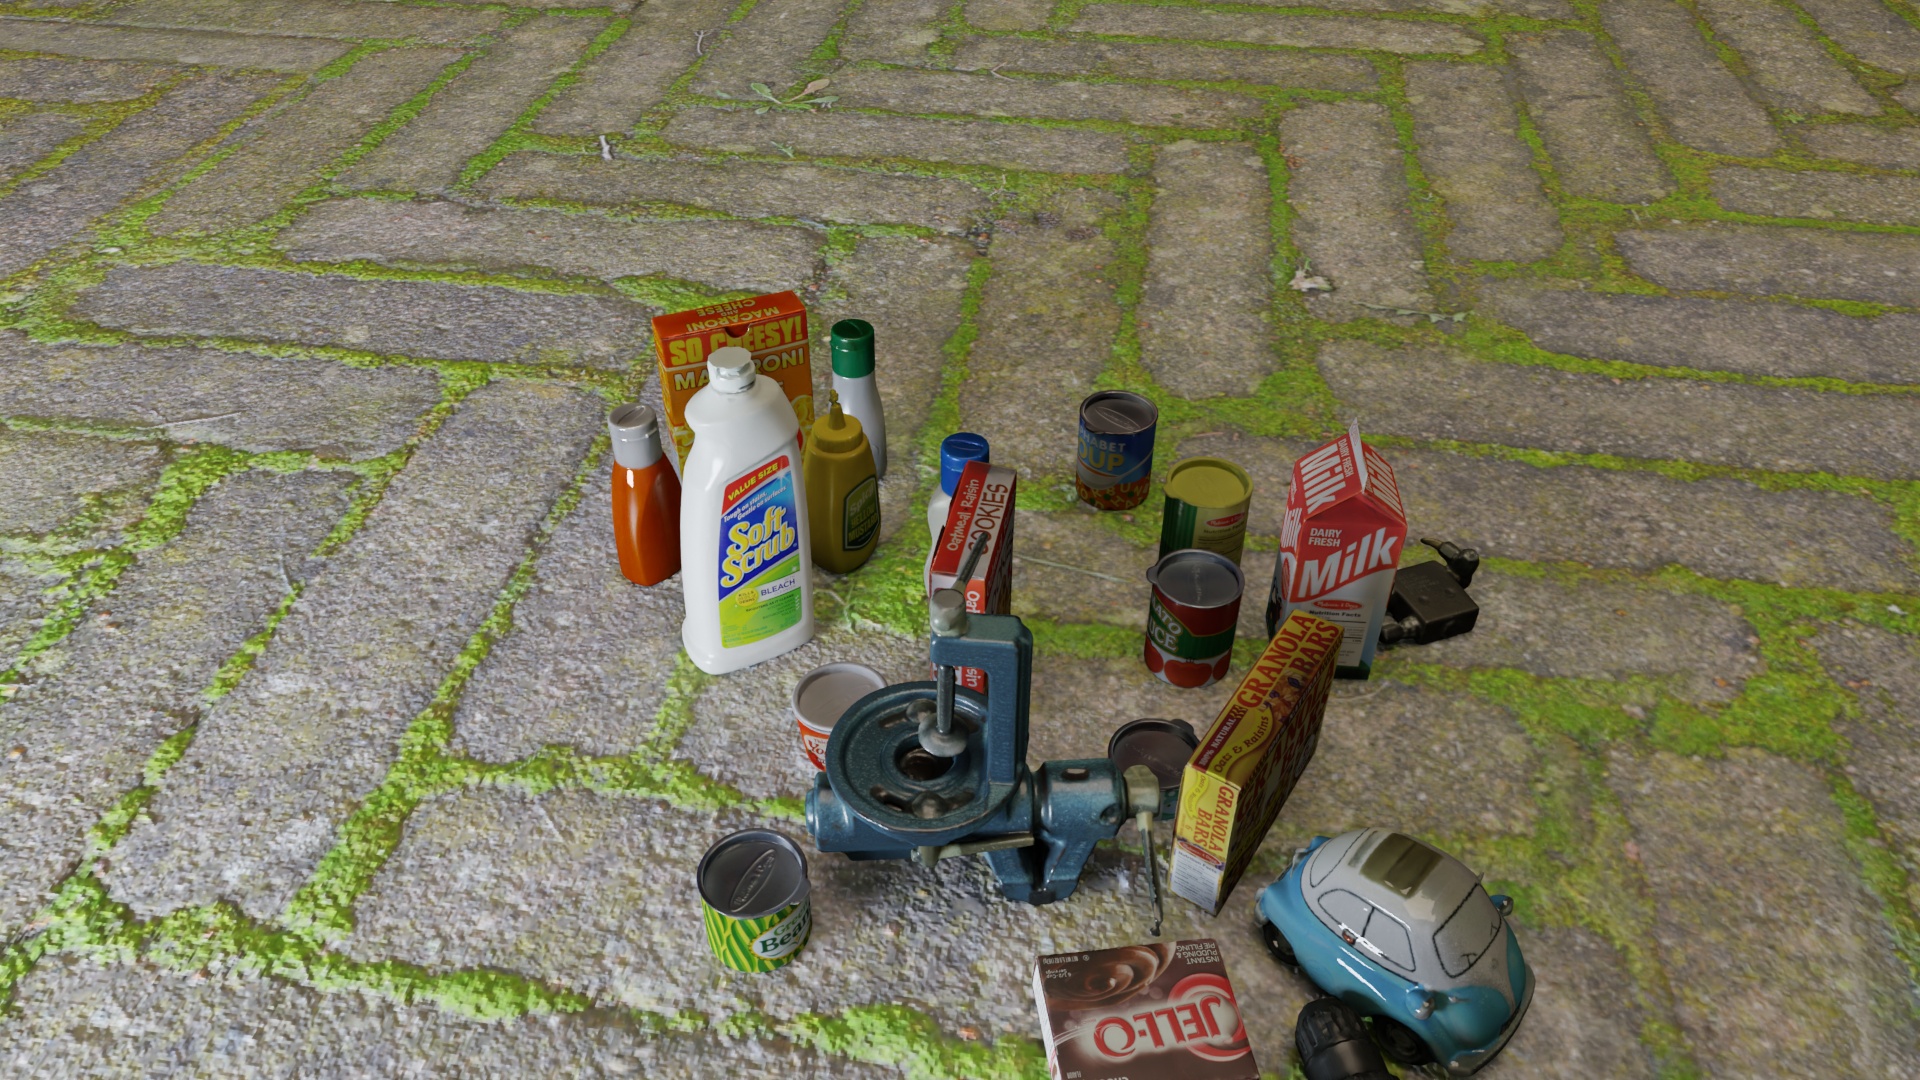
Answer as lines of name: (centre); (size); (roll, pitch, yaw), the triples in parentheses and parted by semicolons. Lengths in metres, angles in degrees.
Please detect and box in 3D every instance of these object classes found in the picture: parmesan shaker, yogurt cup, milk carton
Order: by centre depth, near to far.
yogurt cup: (-0.082, 0.126, 0.968); (0.072, 0.053, 0.073); (0, 39, 0)
milk carton: (0.273, 0.008, 1.008); (0.073, 0.189, 0.073); (3, 39, 4)
parmesan shaker: (0.188, -0.005, 1.093); (0.071, 0.102, 0.072); (0, 39, 0)

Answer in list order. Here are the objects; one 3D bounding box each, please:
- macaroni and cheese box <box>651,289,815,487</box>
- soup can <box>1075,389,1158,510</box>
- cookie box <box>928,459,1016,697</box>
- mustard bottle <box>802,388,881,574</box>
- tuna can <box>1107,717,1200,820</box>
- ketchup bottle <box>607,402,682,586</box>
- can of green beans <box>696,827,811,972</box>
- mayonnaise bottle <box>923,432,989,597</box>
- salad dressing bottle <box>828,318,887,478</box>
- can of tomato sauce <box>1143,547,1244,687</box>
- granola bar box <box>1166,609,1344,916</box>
macaroni and cheese box: (-0.188, -0.120, 1.181); (0.124, 0.165, 0.040); (-15, 42, -18)
soup can: (0.131, -0.076, 1.194); (0.071, 0.083, 0.072); (0, 39, 0)
cookie box: (0.008, 0.047, 0.976); (0.040, 0.166, 0.123); (7, 40, 8)
mustard bottle: (-0.096, -0.049, 1.099); (0.049, 0.159, 0.065); (24, 45, 26)
tuna can: (0.134, 0.155, 0.951); (0.071, 0.032, 0.071); (0, 39, 0)
ketchup bottle: (-0.247, -0.037, 1.092); (0.043, 0.148, 0.065); (21, 43, 23)
can of green beans: (-0.125, 0.220, 0.849); (0.071, 0.057, 0.071); (0, 39, 0)
mayonnaise bottle: (0.004, -0.013, 1.065); (0.065, 0.147, 0.041); (10, 40, 12)
salad dressing bottle: (-0.090, -0.118, 1.193); (0.044, 0.146, 0.064); (-19, 43, -22)
can of tomato sauce: (0.170, 0.058, 1.030); (0.071, 0.082, 0.071); (0, 39, 0)
granola bar box: (0.190, 0.140, 0.897); (0.039, 0.123, 0.166); (22, 44, 25)
